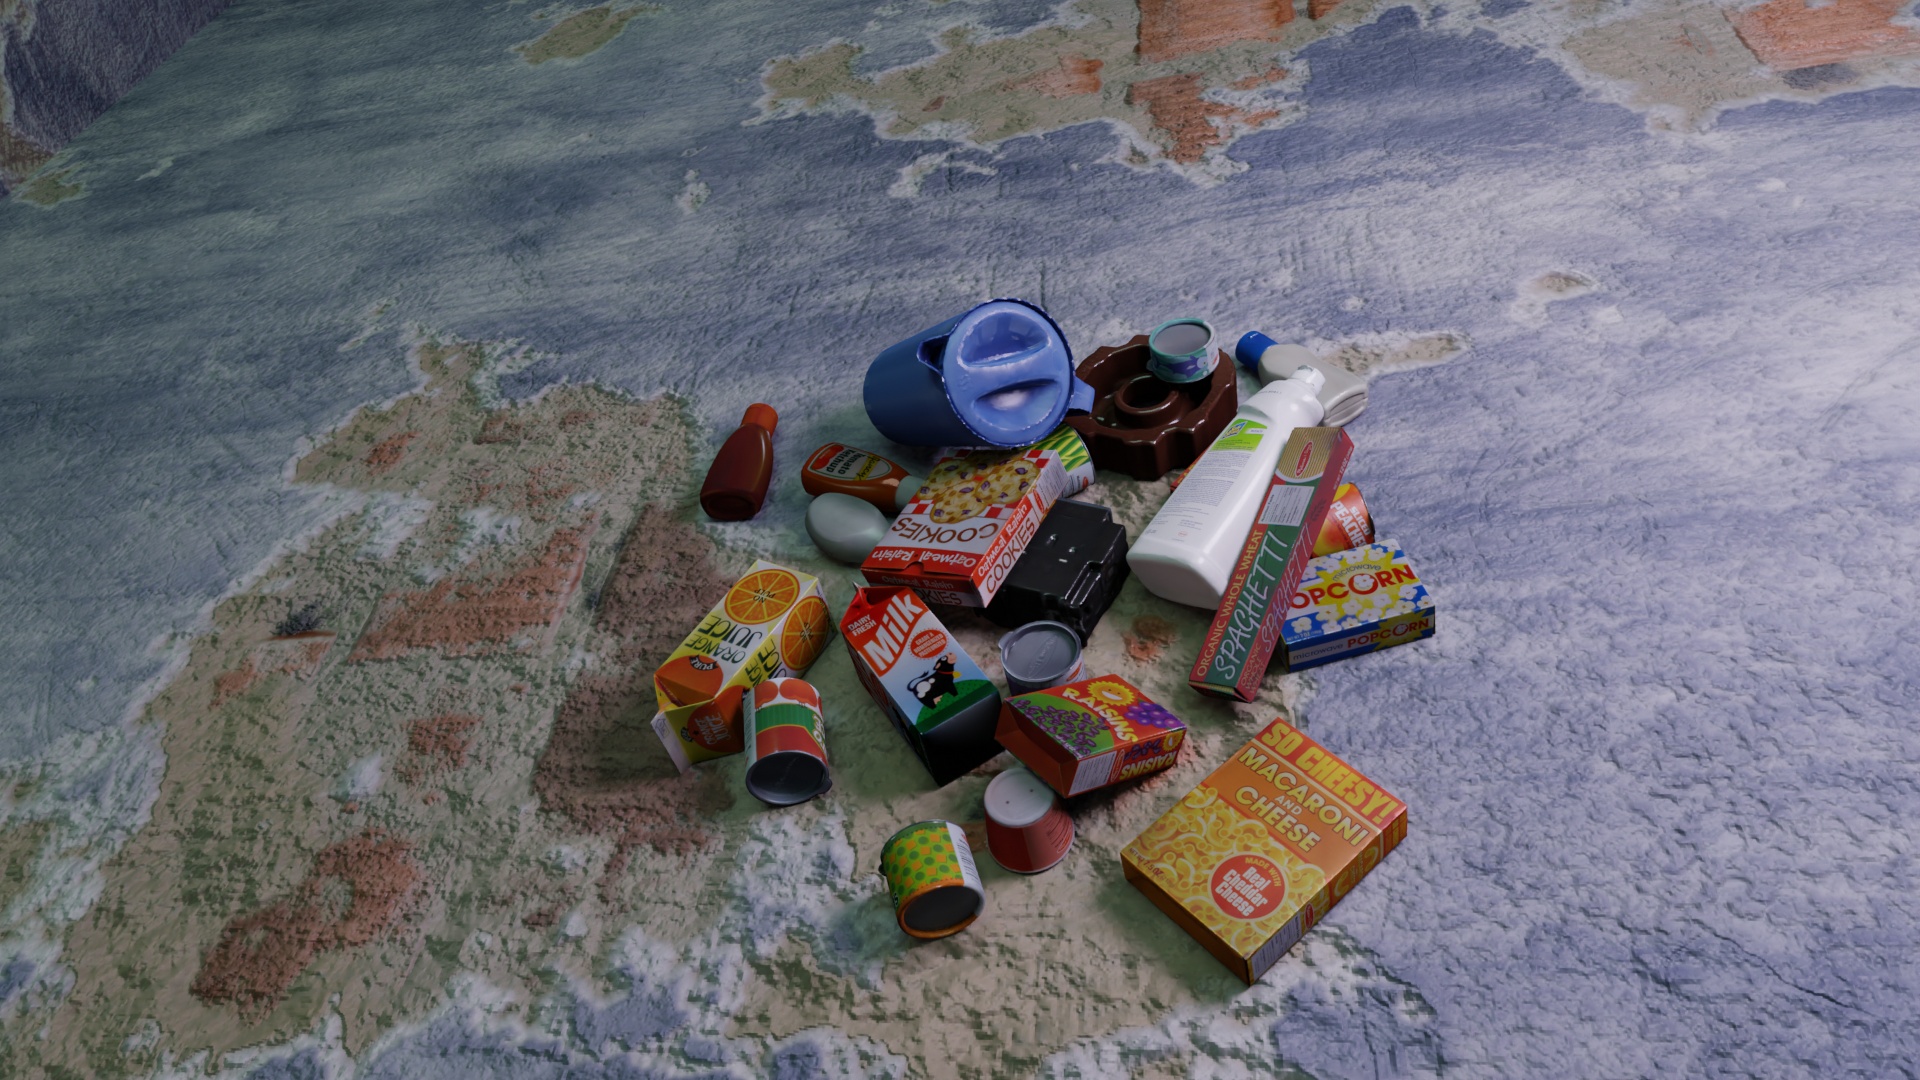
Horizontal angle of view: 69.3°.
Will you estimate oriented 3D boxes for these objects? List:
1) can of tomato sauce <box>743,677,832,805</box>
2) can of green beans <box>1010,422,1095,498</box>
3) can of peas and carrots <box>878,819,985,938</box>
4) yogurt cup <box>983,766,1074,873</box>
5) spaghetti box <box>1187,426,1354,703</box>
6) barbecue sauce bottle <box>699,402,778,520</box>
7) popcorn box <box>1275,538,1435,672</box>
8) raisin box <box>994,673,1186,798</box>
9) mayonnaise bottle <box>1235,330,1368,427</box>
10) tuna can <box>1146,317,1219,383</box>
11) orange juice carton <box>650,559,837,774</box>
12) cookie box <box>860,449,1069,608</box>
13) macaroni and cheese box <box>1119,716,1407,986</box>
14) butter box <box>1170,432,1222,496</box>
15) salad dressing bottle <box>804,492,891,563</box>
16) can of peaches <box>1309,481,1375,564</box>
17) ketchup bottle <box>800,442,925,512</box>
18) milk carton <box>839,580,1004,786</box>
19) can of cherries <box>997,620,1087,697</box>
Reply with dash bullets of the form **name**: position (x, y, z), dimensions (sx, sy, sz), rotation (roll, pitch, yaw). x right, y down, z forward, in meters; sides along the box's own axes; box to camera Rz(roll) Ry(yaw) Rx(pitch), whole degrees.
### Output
- **can of tomato sauce**: position (-0.142, 0.164, 1.139), dimensions (0.071, 0.070, 0.083), rotation (-14, 41, 1)
- **can of green beans**: position (0.088, -0.071, 1.328), dimensions (0.058, 0.071, 0.071), rotation (-26, 43, -11)
- **can of peas and carrots**: position (-0.022, 0.248, 1.013), dimensions (0.071, 0.070, 0.059), rotation (-18, 42, -4)
- **yogurt cup**: position (0.049, 0.208, 1.045), dimensions (0.072, 0.053, 0.073), rotation (-8, 43, 8)
- **spaghetti box**: position (0.256, 0.017, 1.140), dimensions (0.050, 0.028, 0.251), rotation (5, 63, 48)
- **barbecue sauce bottle**: position (-0.224, -0.085, 1.450), dimensions (0.065, 0.043, 0.149), rotation (-3, 42, 13)
- **popcorn box**: position (0.315, 0.053, 1.148), dimensions (0.127, 0.038, 0.085), rotation (-14, 42, 0)
- **raisin box**: position (0.101, 0.147, 1.067), dimensions (0.124, 0.040, 0.086), rotation (-7, 30, -40)
- **mayonnaise bottle**: position (0.333, -0.163, 1.377), dimensions (0.065, 0.041, 0.148), rotation (-27, 42, -16)
- **tuna can**: position (0.215, -0.186, 1.356), dimensions (0.071, 0.032, 0.071), rotation (-9, 42, 9)
- **orange juice carton**: position (-0.195, 0.111, 1.207), dimensions (0.073, 0.071, 0.194), rotation (15, 49, 30)
- **cookie box**: position (0.004, -0.015, 1.233), dimensions (0.123, 0.040, 0.168), rotation (3, 44, 37)
- **macaroni and cheese box**: position (0.217, 0.218, 0.996), dimensions (0.167, 0.040, 0.124), rotation (-35, 46, -21)
- **butter box**: position (0.248, -0.064, 1.305), dimensions (0.053, 0.024, 0.104), rotation (26, 56, 35)
- **salad dressing bottle**: position (-0.082, 0.001, 1.317), dimensions (0.148, 0.043, 0.064), rotation (26, 55, 34)
- **can of peaches**: position (0.317, -0.011, 1.194), dimensions (0.058, 0.071, 0.071), rotation (-15, 42, 1)
- **ketchup bottle**: position (-0.084, -0.055, 1.377), dimensions (0.149, 0.043, 0.065), rotation (18, 46, 30)
- **milk carton**: position (-0.040, 0.108, 1.165), dimensions (0.073, 0.072, 0.191), rotation (-29, 43, -14)
- **can of cherries**: position (0.069, 0.108, 1.144), dimensions (0.071, 0.058, 0.072), rotation (-9, 43, 8)
